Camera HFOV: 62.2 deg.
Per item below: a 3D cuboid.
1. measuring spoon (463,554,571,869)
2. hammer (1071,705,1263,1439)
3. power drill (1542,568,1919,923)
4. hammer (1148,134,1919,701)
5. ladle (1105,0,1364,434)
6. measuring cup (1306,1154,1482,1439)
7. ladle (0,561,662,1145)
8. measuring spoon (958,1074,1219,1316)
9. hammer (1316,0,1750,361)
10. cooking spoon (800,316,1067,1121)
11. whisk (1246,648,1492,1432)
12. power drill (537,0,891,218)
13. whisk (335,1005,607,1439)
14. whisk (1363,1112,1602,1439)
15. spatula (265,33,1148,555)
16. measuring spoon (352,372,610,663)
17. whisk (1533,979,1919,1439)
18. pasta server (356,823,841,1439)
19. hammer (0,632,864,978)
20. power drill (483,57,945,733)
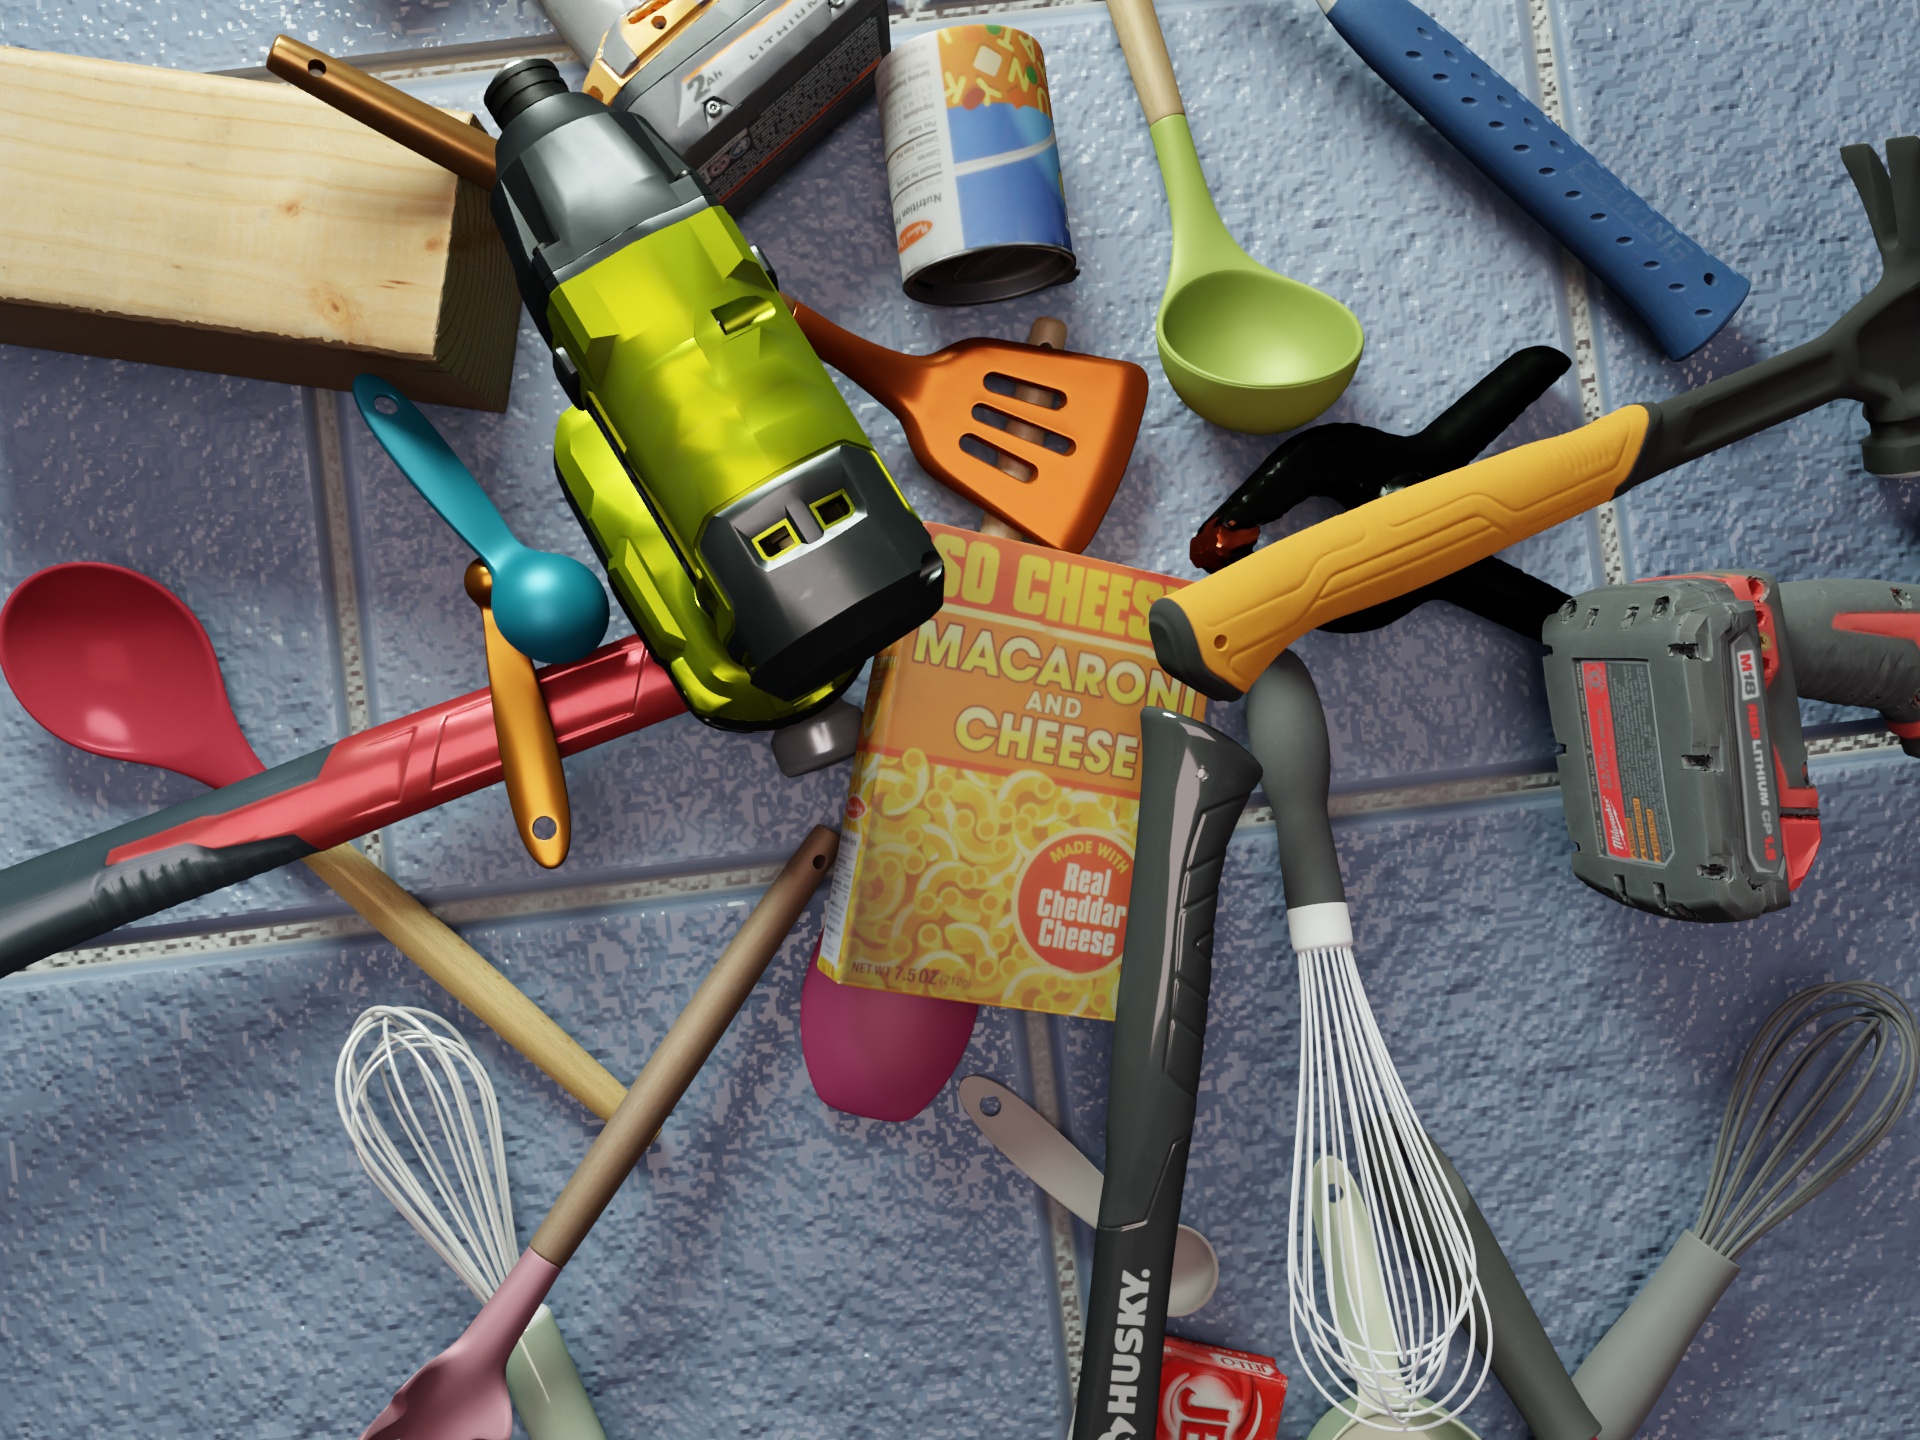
[{"bbox_3d":[-0.158,-0.004,0.568,0.021,0.011,0.117,-13,84,-8],"label":"measuring spoon"},{"bbox_3d":[0.059,0.162,0.563,0.146,0.035,0.335,6,92,-4],"label":"hammer"},{"bbox_3d":[0.340,0.014,0.582,0.226,0.080,0.188,-12,96,-15],"label":"power drill"},{"bbox_3d":[0.217,-0.096,0.571,0.337,0.034,0.127,-24,109,-12],"label":"hammer"},{"bbox_3d":[0.076,-0.260,0.611,0.078,0.062,0.320,-16,85,-15],"label":"ladle"},{"bbox_3d":[0.155,0.248,0.605,0.083,0.038,0.168,-11,81,-2],"label":"measuring cup"},{"bbox_3d":[-0.235,0.056,0.609,0.315,0.031,0.069,42,86,-1],"label":"ladle"},{"bbox_3d":[0.048,0.181,0.617,0.124,0.018,0.034,41,87,8],"label":"measuring spoon"},{"bbox_3d":[0.142,-0.290,0.608,0.405,0.035,0.144,40,64,-4],"label":"hammer"},{"bbox_3d":[-0.001,-0.002,0.618,0.068,0.017,0.319,13,88,-3],"label":"cooking spoon"},{"bbox_3d":[0.136,0.108,0.584,0.070,0.070,0.285,-7,75,-1],"label":"whisk"},{"bbox_3d":[-0.122,-0.322,0.601,0.185,0.084,0.226,-43,85,-3],"label":"power drill"},{"bbox_3d":[-0.171,0.220,0.599,0.059,0.058,0.246,-23,92,33],"label":"whisk"},{"bbox_3d":[0.228,0.275,0.563,0.073,0.073,0.296,-28,70,-2],"label":"whisk"},{"bbox_3d":[-0.080,-0.155,0.564,0.322,0.041,0.081,23,87,-24],"label":"spatula"},{"bbox_3d":[-0.170,-0.076,0.561,0.128,0.021,0.042,51,52,-1],"label":"measuring spoon"},{"bbox_3d":[0.282,0.200,0.602,0.055,0.055,0.239,33,92,0],"label":"whisk"},{"bbox_3d":[-0.130,0.171,0.572,0.060,0.040,0.316,41,74,-26],"label":"pasta server"},{"bbox_3d":[-0.236,0.014,0.582,0.386,0.038,0.143,-21,87,-9],"label":"hammer"},{"bbox_3d":[-0.078,-0.080,0.480,0.080,0.223,0.171,-31,87,-10],"label":"power drill"}]
